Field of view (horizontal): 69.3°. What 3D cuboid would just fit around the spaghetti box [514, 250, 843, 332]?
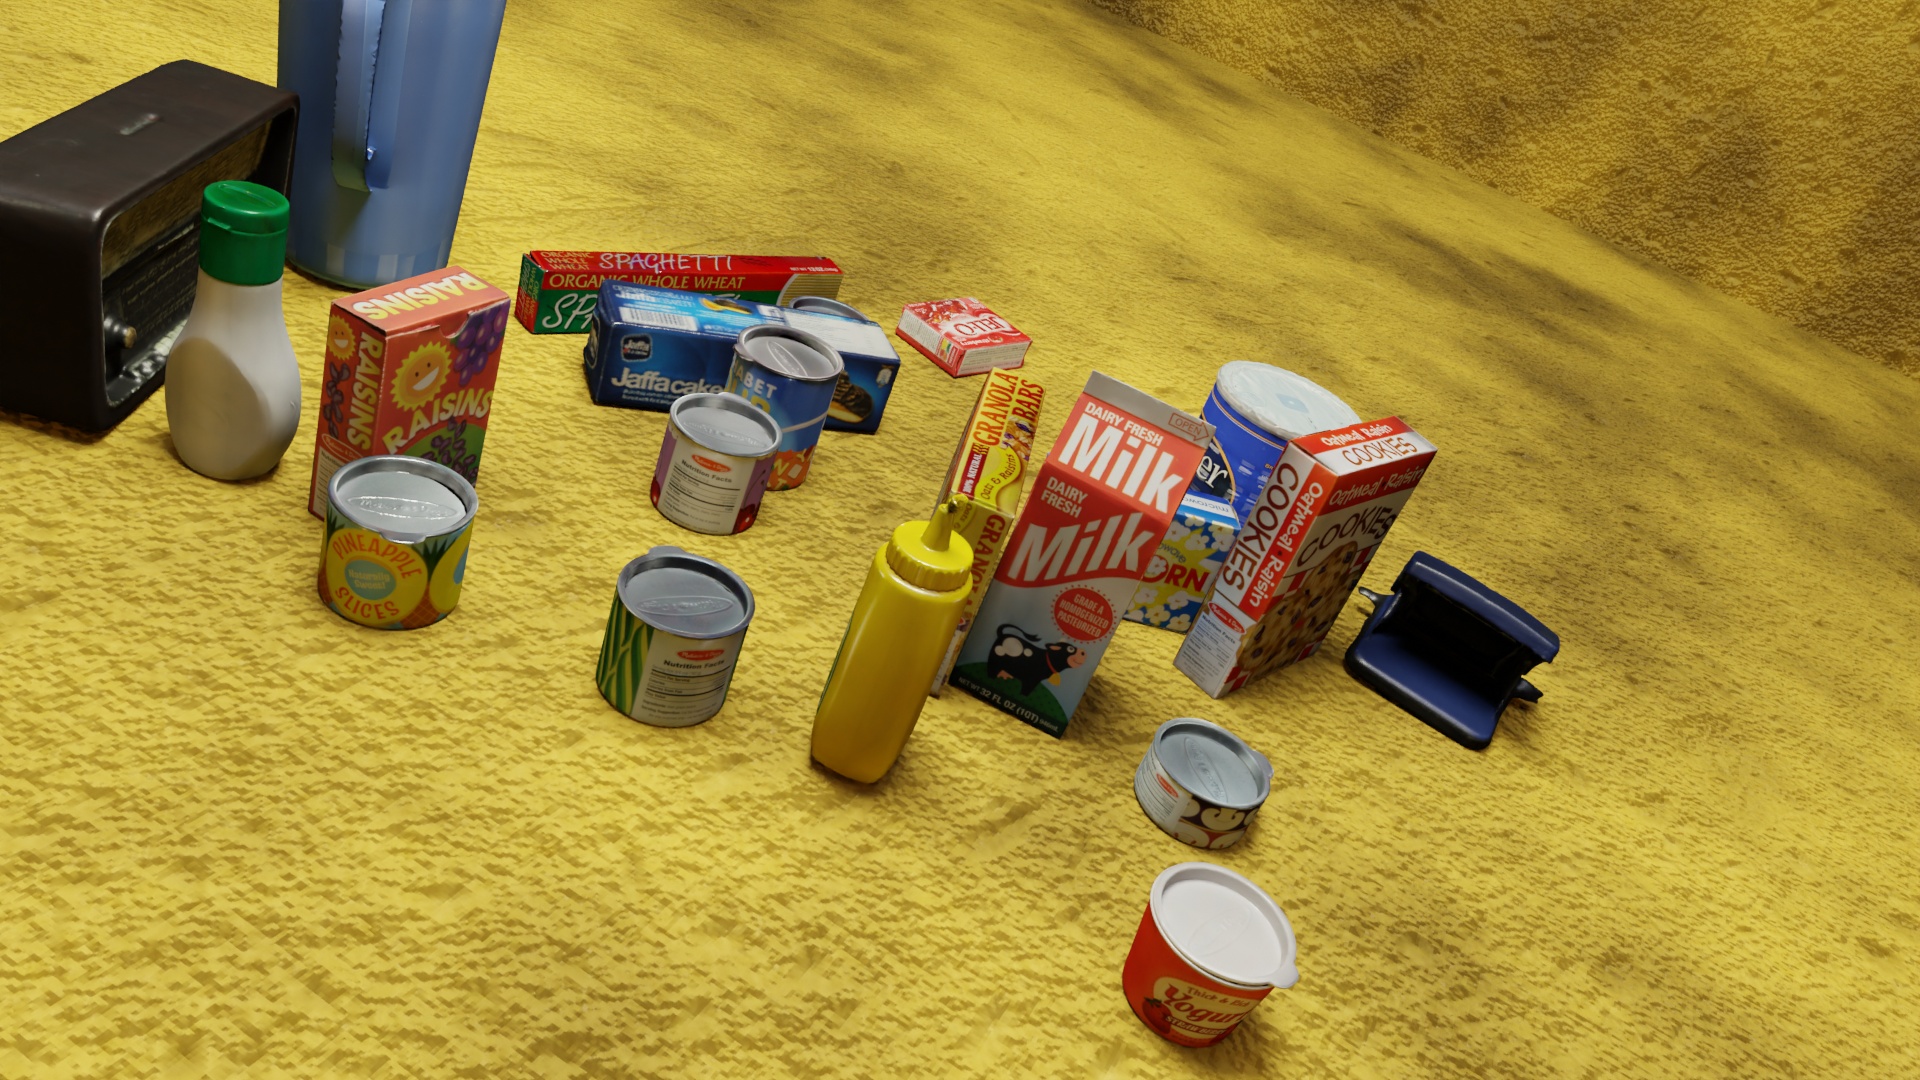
[{"bbox_3d":[-0.196,-0.179,1.003,0.251,0.050,0.029,-9,42,-41],"label":"spaghetti box"}]

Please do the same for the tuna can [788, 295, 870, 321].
[{"bbox_3d":[-0.098,-0.153,1.040,0.071,0.032,0.071,16,31,-10],"label":"tuna can"}]

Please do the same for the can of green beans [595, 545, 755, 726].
[{"bbox_3d":[-0.139,0.048,0.673,0.071,0.057,0.071,16,31,-10],"label":"can of green beans"}]

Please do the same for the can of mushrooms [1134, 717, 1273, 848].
[{"bbox_3d":[0.130,0.129,0.739,0.071,0.033,0.071,16,31,-10],"label":"can of mushrooms"}]

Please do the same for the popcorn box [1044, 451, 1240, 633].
[{"bbox_3d":[0.100,0.003,0.869,0.127,0.084,0.038,14,31,-13],"label":"popcorn box"}]

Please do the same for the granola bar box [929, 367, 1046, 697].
[{"bbox_3d":[0.003,-0.010,0.789,0.039,0.123,0.166,21,30,-2],"label":"granola bar box"}]

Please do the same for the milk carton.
[{"bbox_3d":[0.066,0.004,0.742,0.072,0.189,0.074,26,30,7],"label":"milk carton"}]

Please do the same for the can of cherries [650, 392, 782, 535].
[{"bbox_3d":[-0.143,-0.046,0.818,0.071,0.058,0.072,16,31,-10],"label":"can of cherries"}]

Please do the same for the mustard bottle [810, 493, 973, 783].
[{"bbox_3d":[-0.028,0.040,0.655,0.049,0.159,0.065,23,30,1],"label":"mustard bottle"}]

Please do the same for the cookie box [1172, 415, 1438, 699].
[{"bbox_3d":[0.209,0.008,0.849,0.123,0.166,0.040,-14,45,-45],"label":"cookie box"}]

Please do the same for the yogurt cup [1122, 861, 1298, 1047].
[{"bbox_3d":[0.107,0.185,0.615,0.072,0.053,0.073,16,31,-10],"label":"yogurt cup"}]

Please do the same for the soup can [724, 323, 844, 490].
[{"bbox_3d":[-0.119,-0.083,0.867,0.071,0.083,0.072,16,31,-10],"label":"soup can"}]

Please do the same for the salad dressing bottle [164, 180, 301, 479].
[{"bbox_3d":[-0.355,-0.101,0.683,0.064,0.147,0.044,24,30,3],"label":"salad dressing bottle"}]

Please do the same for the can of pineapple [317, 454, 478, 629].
[{"bbox_3d":[-0.270,0.002,0.663,0.071,0.057,0.071,16,31,-10],"label":"can of pineapple"}]

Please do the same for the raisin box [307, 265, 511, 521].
[{"bbox_3d":[-0.280,-0.070,0.705,0.040,0.122,0.086,29,31,13],"label":"raisin box"}]
